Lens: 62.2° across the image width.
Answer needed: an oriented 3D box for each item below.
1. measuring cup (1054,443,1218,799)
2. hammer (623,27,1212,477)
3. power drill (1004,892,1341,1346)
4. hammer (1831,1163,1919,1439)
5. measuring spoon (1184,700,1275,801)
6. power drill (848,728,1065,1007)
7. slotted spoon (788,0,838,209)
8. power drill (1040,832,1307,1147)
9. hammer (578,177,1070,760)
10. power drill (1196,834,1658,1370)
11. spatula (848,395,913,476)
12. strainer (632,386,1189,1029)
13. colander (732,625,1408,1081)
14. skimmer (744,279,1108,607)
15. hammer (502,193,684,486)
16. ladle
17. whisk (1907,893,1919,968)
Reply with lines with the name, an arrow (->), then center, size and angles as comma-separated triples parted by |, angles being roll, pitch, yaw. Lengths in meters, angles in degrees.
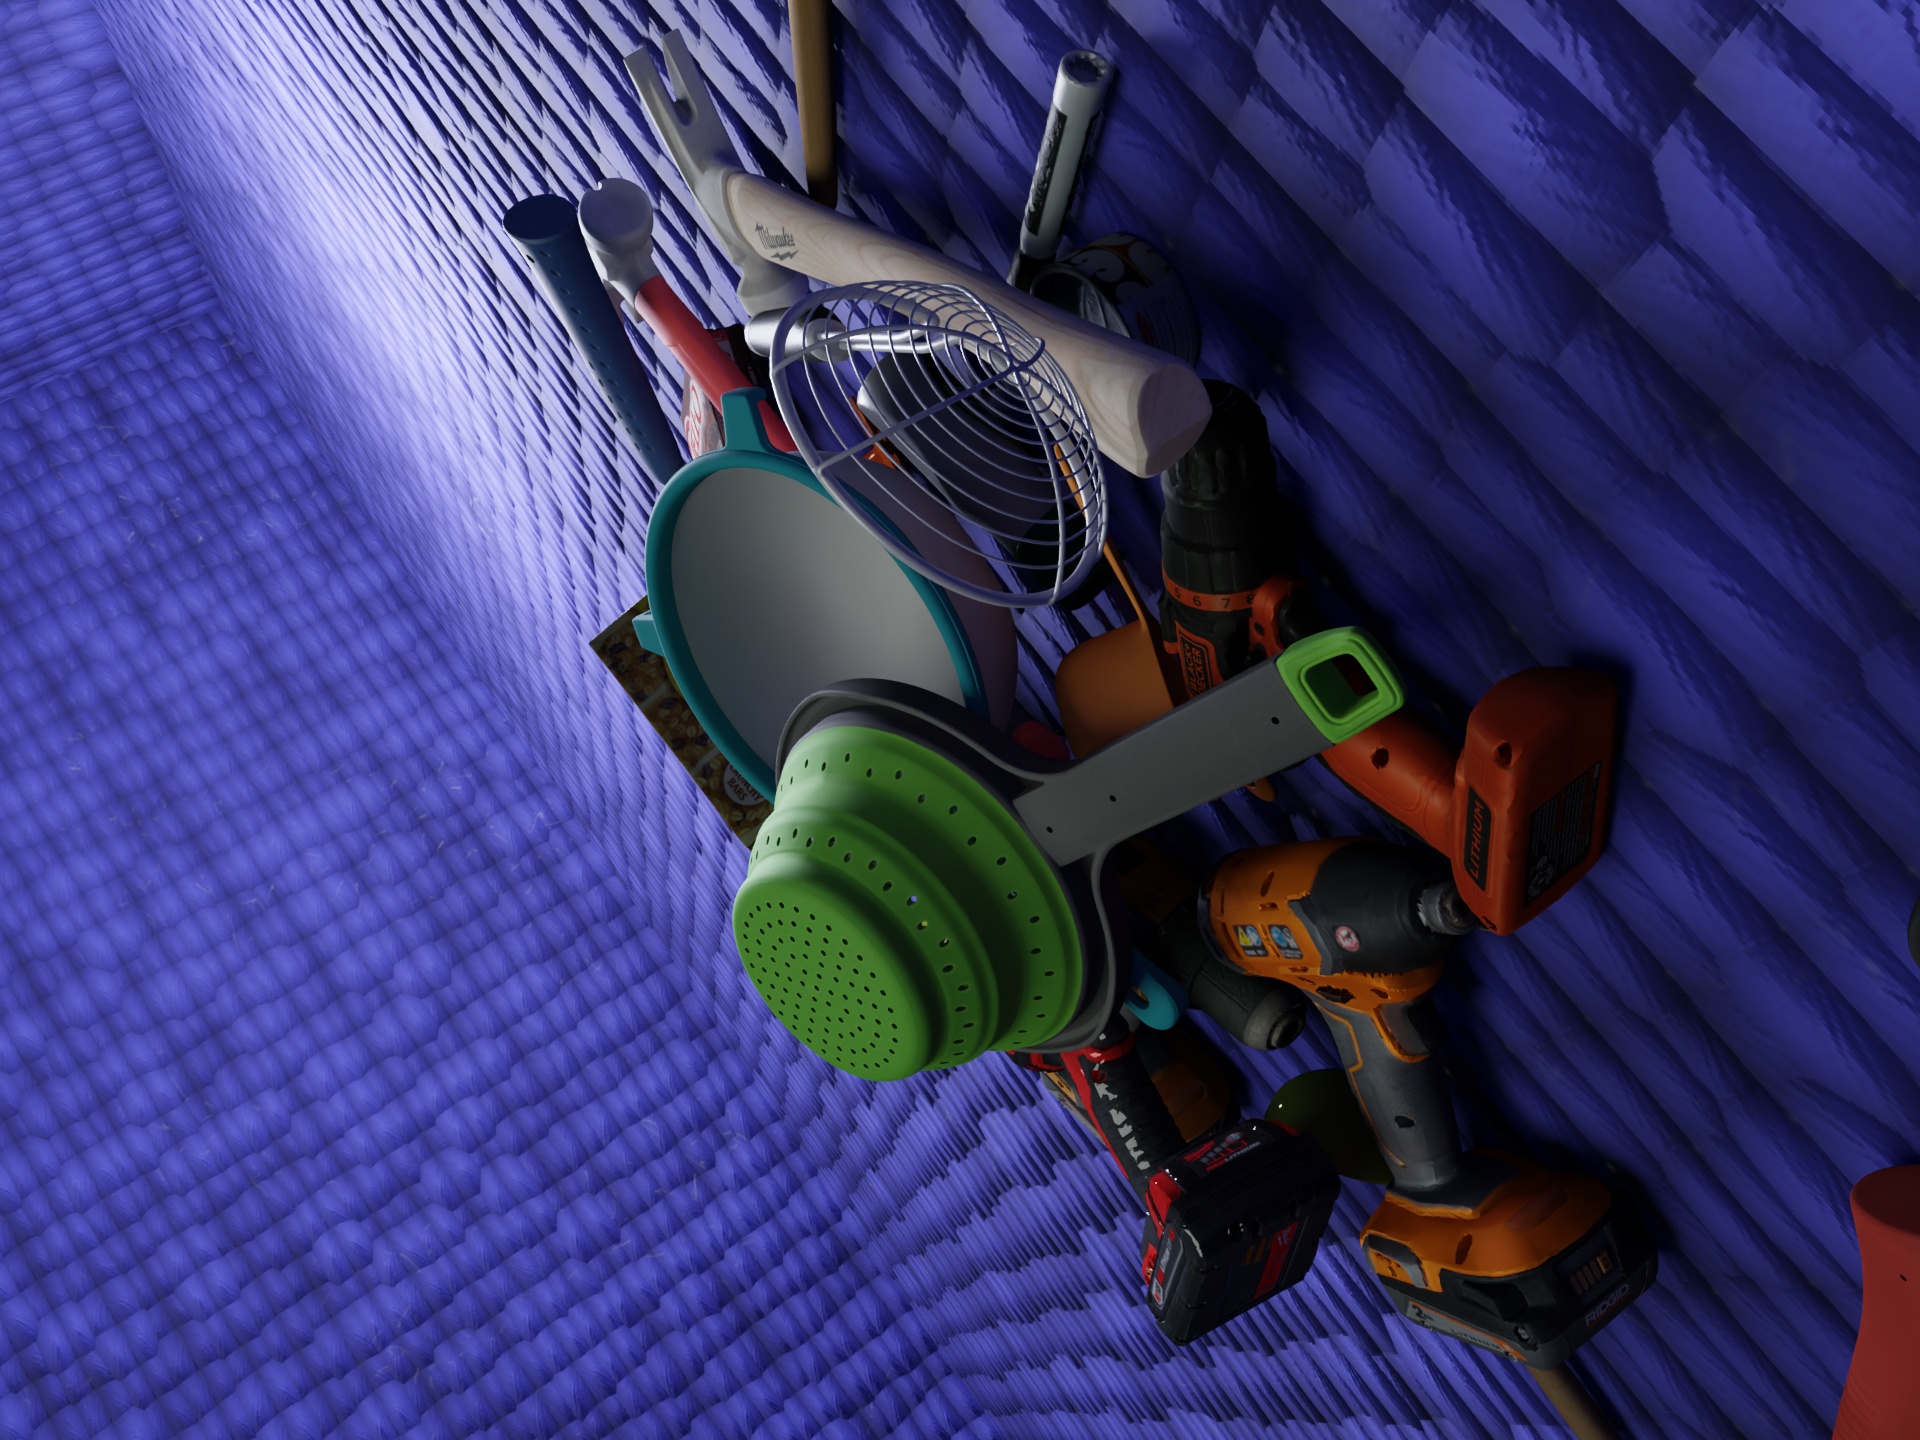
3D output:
measuring cup -> 0.059, -0.034, 0.700 | 0.173, 0.052, 0.095 | 63, -165, -15
hammer -> -0.033, -0.198, 0.672 | 0.411, 0.038, 0.146 | 41, 163, 50
power drill -> 0.083, 0.175, 0.779 | 0.220, 0.078, 0.143 | 53, 155, 37
hammer -> 0.353, 0.289, 0.595 | 0.149, 0.037, 0.358 | 36, 151, 44
measuring spoon -> 0.107, 0.001, 0.763 | 0.117, 0.011, 0.021 | 46, 157, 28
power drill -> -0.024, 0.083, 0.948 | 0.171, 0.080, 0.223 | 4, 120, 10
slotted spoon -> -0.065, -0.333, 0.651 | 0.070, 0.031, 0.313 | 38, 156, 19
power drill -> 0.115, 0.167, 0.899 | 0.186, 0.084, 0.226 | 38, 148, 38
hammer -> -0.078, -0.115, 0.873 | 0.386, 0.038, 0.143 | 51, 167, 5
power drill -> 0.201, 0.153, 0.680 | 0.226, 0.084, 0.164 | 62, 159, -2
spatula -> -0.080, -0.137, 0.945 | 0.081, 0.041, 0.323 | 57, 161, -13
strainer -> -0.001, -0.002, 0.756 | 0.340, 0.095, 0.211 | 45, 141, 7
colander -> 0.011, 0.063, 0.643 | 0.204, 0.094, 0.397 | 54, 141, -4
skimmer -> -0.049, -0.123, 0.628 | 0.127, 0.090, 0.363 | 26, -176, -25
hammer -> -0.176, -0.143, 0.959 | 0.144, 0.035, 0.405 | 35, 160, 30
ladle -> 0.265, 0.305, 0.789 | 0.320, 0.062, 0.078 | 54, -170, 1
whisk -> 0.261, -0.015, 0.343 | 0.073, 0.073, 0.295 | 43, 162, 33
